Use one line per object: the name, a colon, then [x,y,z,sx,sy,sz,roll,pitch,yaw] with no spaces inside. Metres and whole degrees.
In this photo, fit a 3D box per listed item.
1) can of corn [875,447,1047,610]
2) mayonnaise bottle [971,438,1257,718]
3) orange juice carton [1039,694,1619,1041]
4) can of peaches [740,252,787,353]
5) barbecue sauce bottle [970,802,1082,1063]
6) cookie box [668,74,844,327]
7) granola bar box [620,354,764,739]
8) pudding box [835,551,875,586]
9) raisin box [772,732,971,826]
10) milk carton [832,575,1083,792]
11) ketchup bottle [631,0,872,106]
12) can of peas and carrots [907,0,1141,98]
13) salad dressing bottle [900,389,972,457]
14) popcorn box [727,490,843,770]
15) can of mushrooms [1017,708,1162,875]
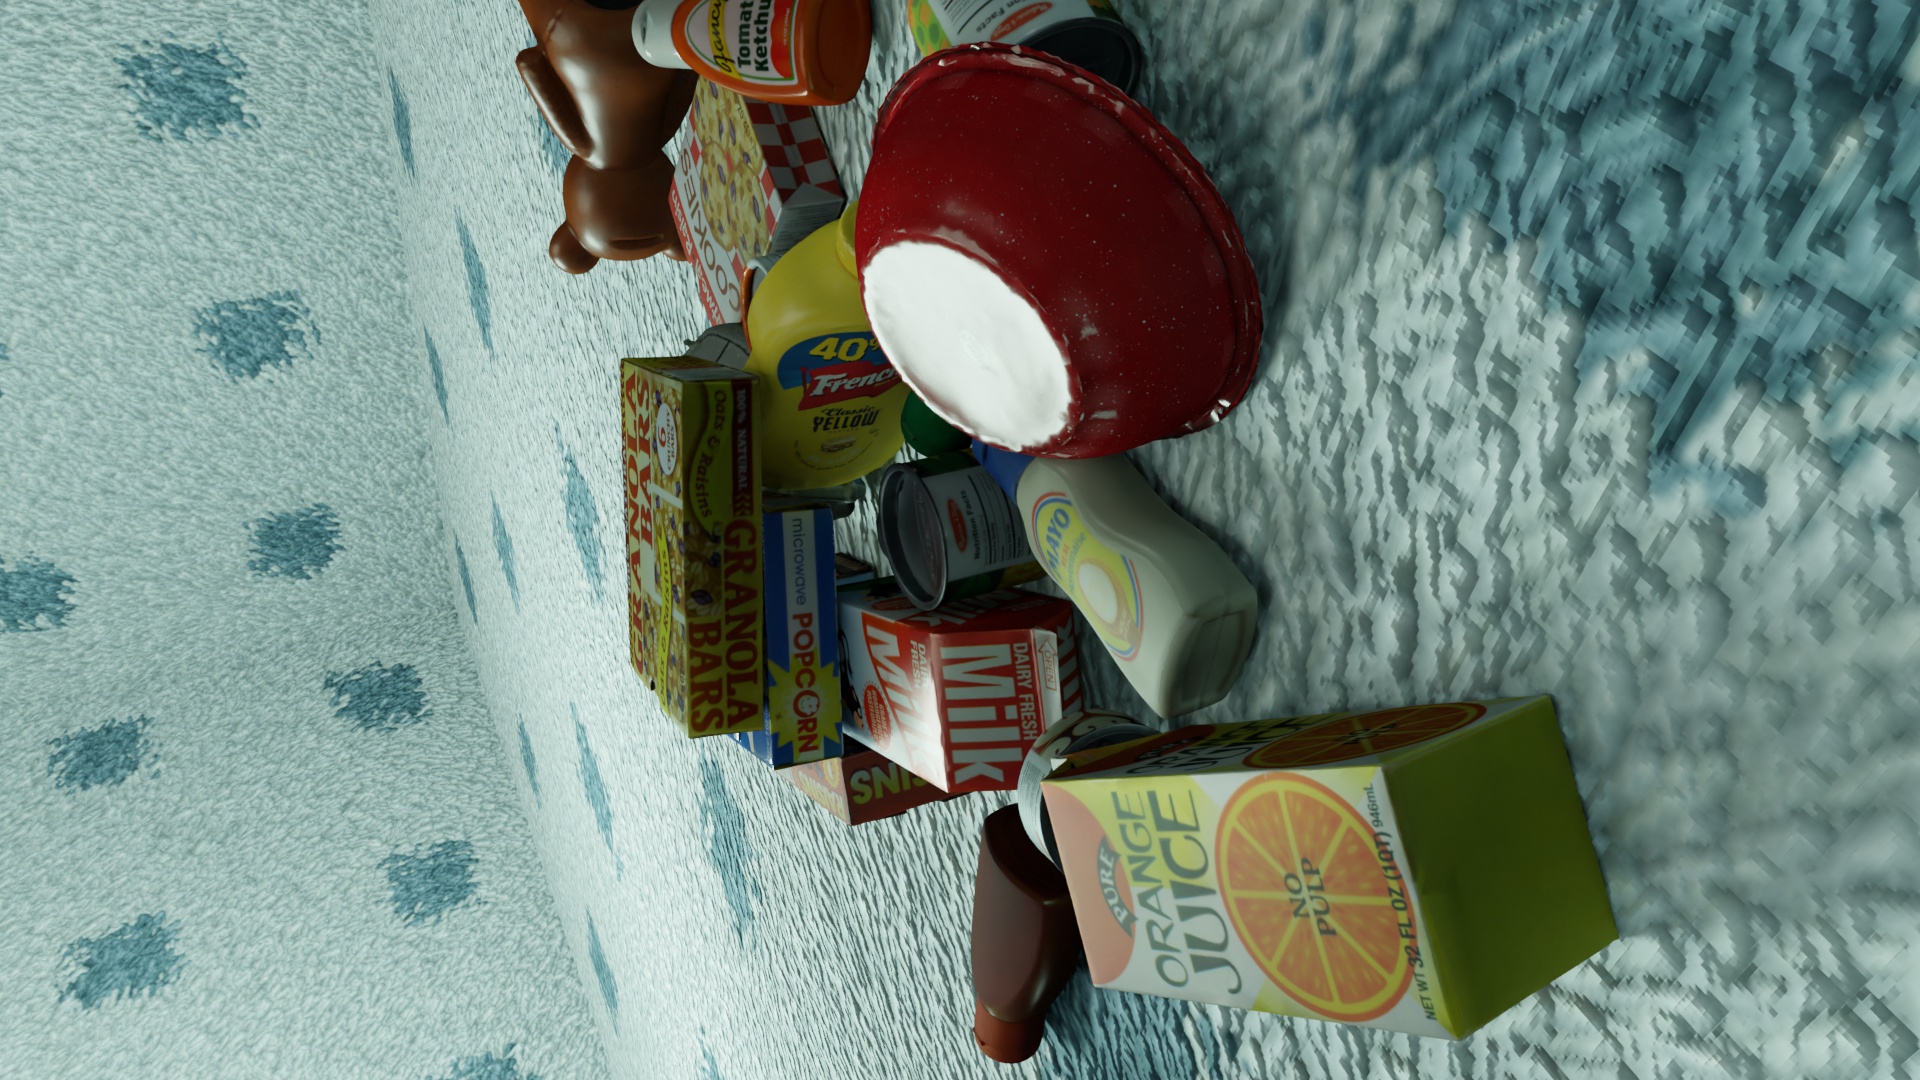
can of corn: [0.002,-0.008,0.620,0.071,0.058,0.070,40,137,52]
mayonnaise bottle: [0.054,-0.002,0.535,0.148,0.041,0.064,52,147,41]
orange juice carton: [0.092,0.098,0.438,0.192,0.073,0.072,-18,86,56]
can of peaches: [-0.079,-0.118,0.735,0.071,0.058,0.071,38,135,53]
barbecue sauce bottle: [0.030,0.200,0.684,0.065,0.044,0.147,50,145,44]
cookie box: [-0.125,-0.199,0.811,0.123,0.040,0.166,69,154,15]
granola bar box: [-0.132,-0.002,0.672,0.124,0.039,0.165,-156,64,-62]
pudding box: [-0.069,0.053,0.832,0.050,0.030,0.083,23,122,61]
raisin box: [-0.046,0.110,0.747,0.123,0.086,0.040,10,110,63]
milk carton: [-0.001,0.062,0.642,0.190,0.073,0.072,13,111,63]
ketchup bottle: [-0.108,-0.254,0.697,0.149,0.044,0.064,19,108,41]
can of peas and carrots: [0.022,-0.174,0.490,0.059,0.071,0.070,65,153,24]
salad dressing bottle: [0.009,-0.084,0.587,0.064,0.044,0.147,59,152,14]
popcorn box: [-0.093,0.041,0.691,0.085,0.038,0.126,12,105,62]
can of mushrooms: [0.060,0.101,0.546,0.033,0.071,0.071,-166,65,-74]
